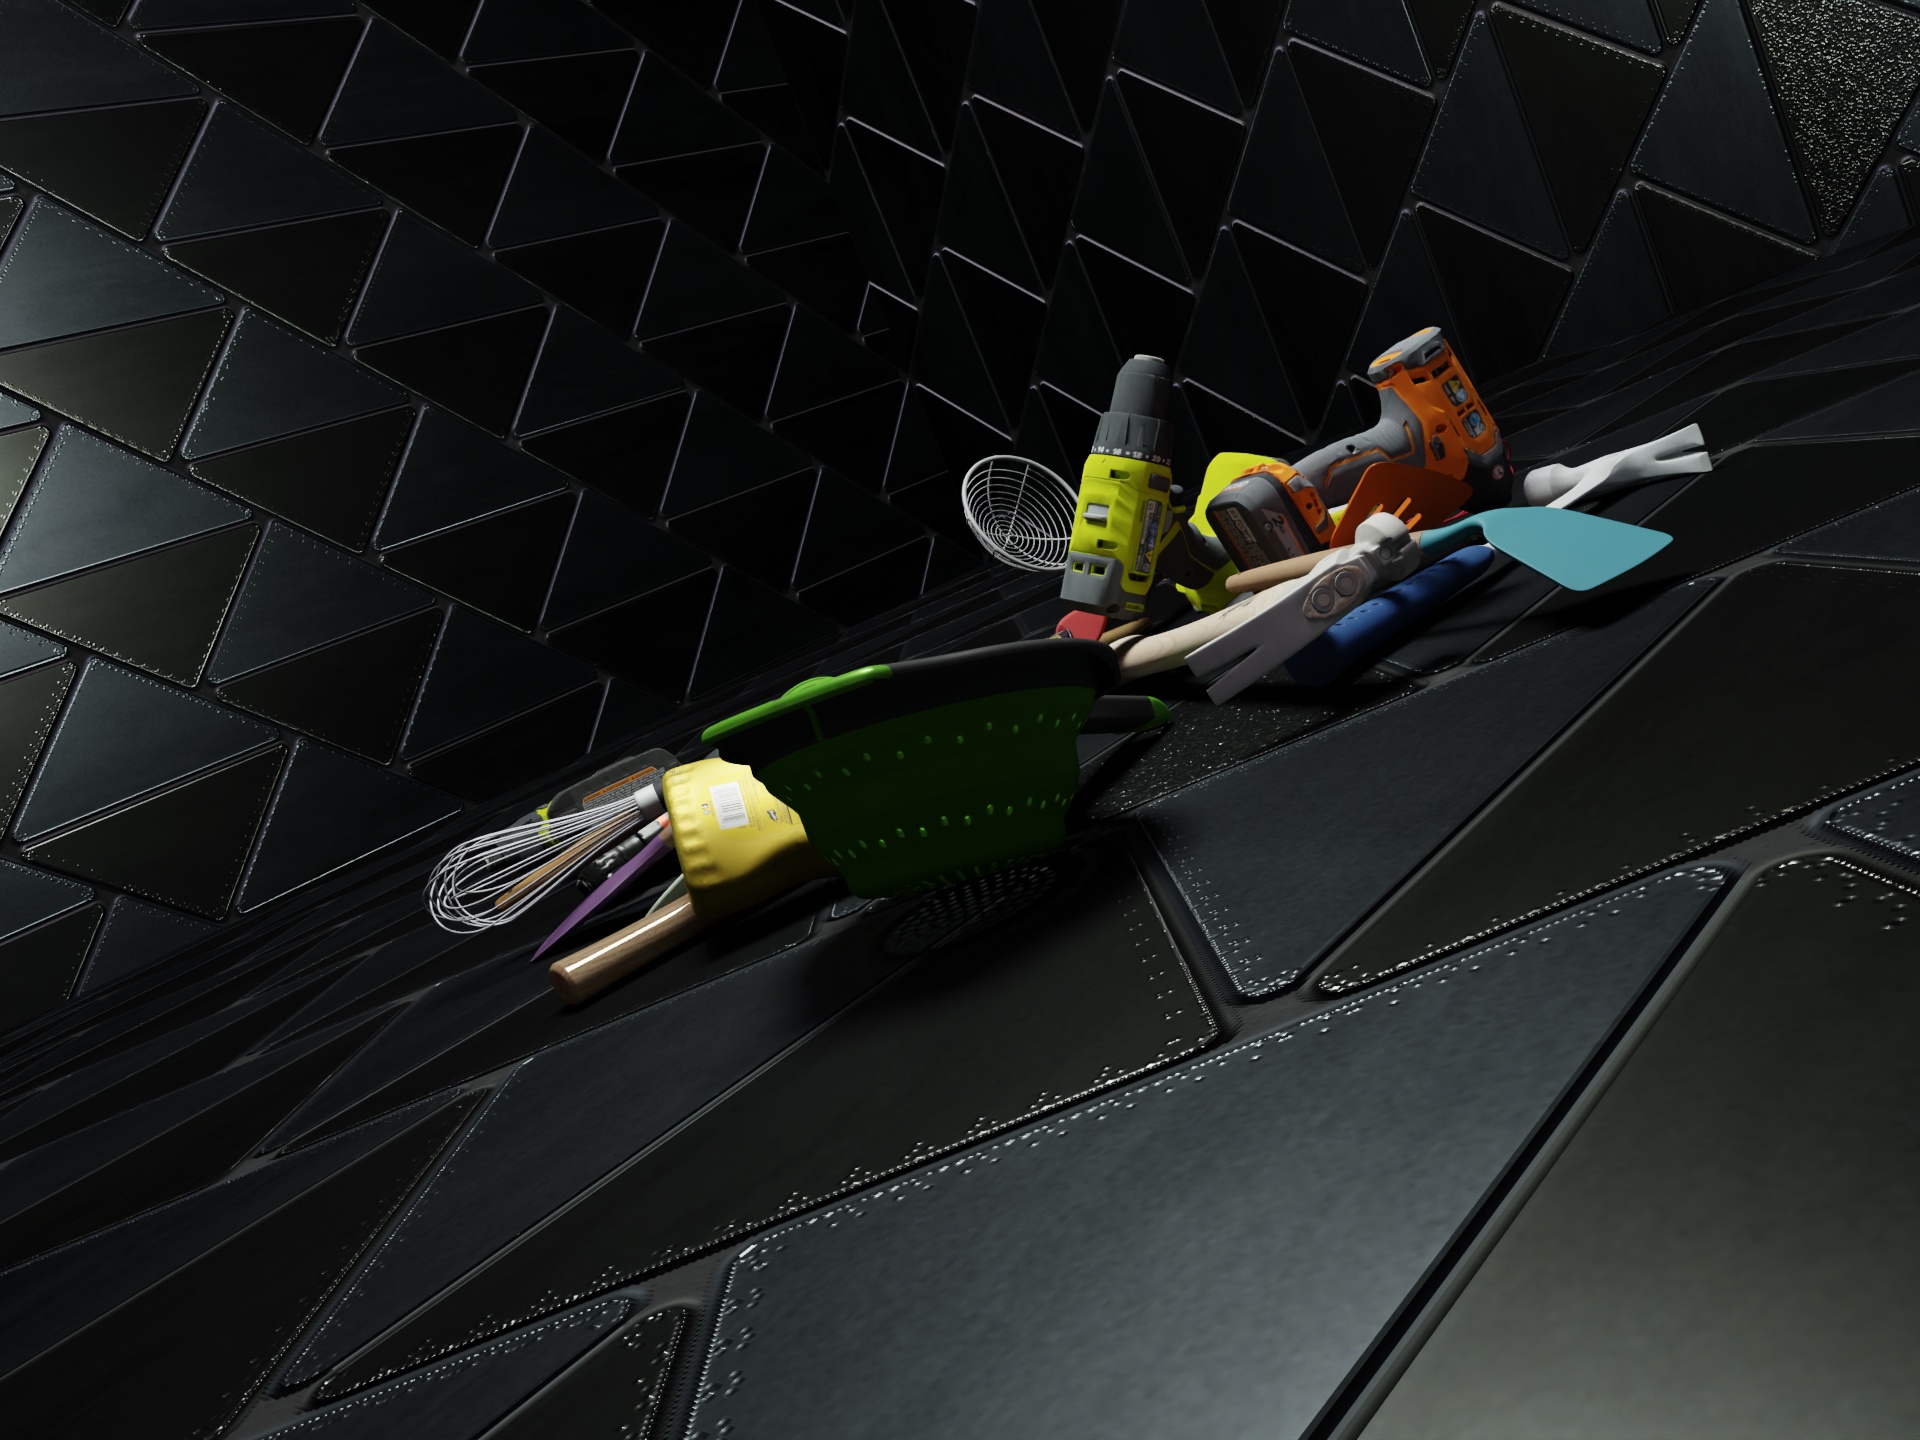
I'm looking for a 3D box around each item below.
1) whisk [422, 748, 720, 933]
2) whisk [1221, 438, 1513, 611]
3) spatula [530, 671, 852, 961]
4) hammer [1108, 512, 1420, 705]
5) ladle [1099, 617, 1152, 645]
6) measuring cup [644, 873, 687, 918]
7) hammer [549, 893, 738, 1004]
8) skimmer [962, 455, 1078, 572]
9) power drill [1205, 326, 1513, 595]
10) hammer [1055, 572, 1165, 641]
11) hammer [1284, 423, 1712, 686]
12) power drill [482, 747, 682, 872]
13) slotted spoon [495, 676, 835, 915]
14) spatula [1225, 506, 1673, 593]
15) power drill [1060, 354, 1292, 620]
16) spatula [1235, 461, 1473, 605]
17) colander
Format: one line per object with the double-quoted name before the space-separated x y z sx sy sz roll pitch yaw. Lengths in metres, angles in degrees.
"whisk" -0.253 0.074 1.148 0.284 0.070 0.070 -26 8 -5
"whisk" 0.326 -0.144 1.268 0.296 0.073 0.073 -30 9 -12
"spatula" -0.188 0.069 1.122 0.316 0.018 0.060 -40 9 13
"hammer" 0.149 -0.048 1.056 0.146 0.038 0.410 -35 3 -12
"ladle" 0.048 -0.033 1.437 0.315 0.031 0.069 -24 7 -24
"measuring cup" -0.148 0.092 1.088 0.167 0.038 0.083 -46 -24 -21
"hammer" -0.109 0.090 1.016 0.331 0.031 0.130 -28 9 -33
"skimmer" 0.182 -0.178 1.384 0.363 0.090 0.127 3 47 21
"power drill" 0.314 -0.169 1.196 0.226 0.164 0.084 -38 11 -14
"hammer" 0.176 -0.134 1.516 0.143 0.038 0.386 -48 -5 37
"hammer" 0.354 -0.114 1.057 0.405 0.035 0.144 -29 9 -37
"power drill" -0.367 0.098 1.563 0.171 0.080 0.223 -27 5 -32
"slotted spoon" -0.213 0.053 1.194 0.314 0.031 0.070 -34 16 -7
"spatula" 0.266 -0.092 0.958 0.082 0.044 0.317 -27 10 -27
"power drill" 0.173 -0.168 1.231 0.080 0.190 0.228 15 7 39
"spatula" 0.222 -0.095 1.117 0.081 0.041 0.322 9 -18 -23
"colander" 0.032 0.033 0.862 0.204 0.094 0.397 -19 -10 30
